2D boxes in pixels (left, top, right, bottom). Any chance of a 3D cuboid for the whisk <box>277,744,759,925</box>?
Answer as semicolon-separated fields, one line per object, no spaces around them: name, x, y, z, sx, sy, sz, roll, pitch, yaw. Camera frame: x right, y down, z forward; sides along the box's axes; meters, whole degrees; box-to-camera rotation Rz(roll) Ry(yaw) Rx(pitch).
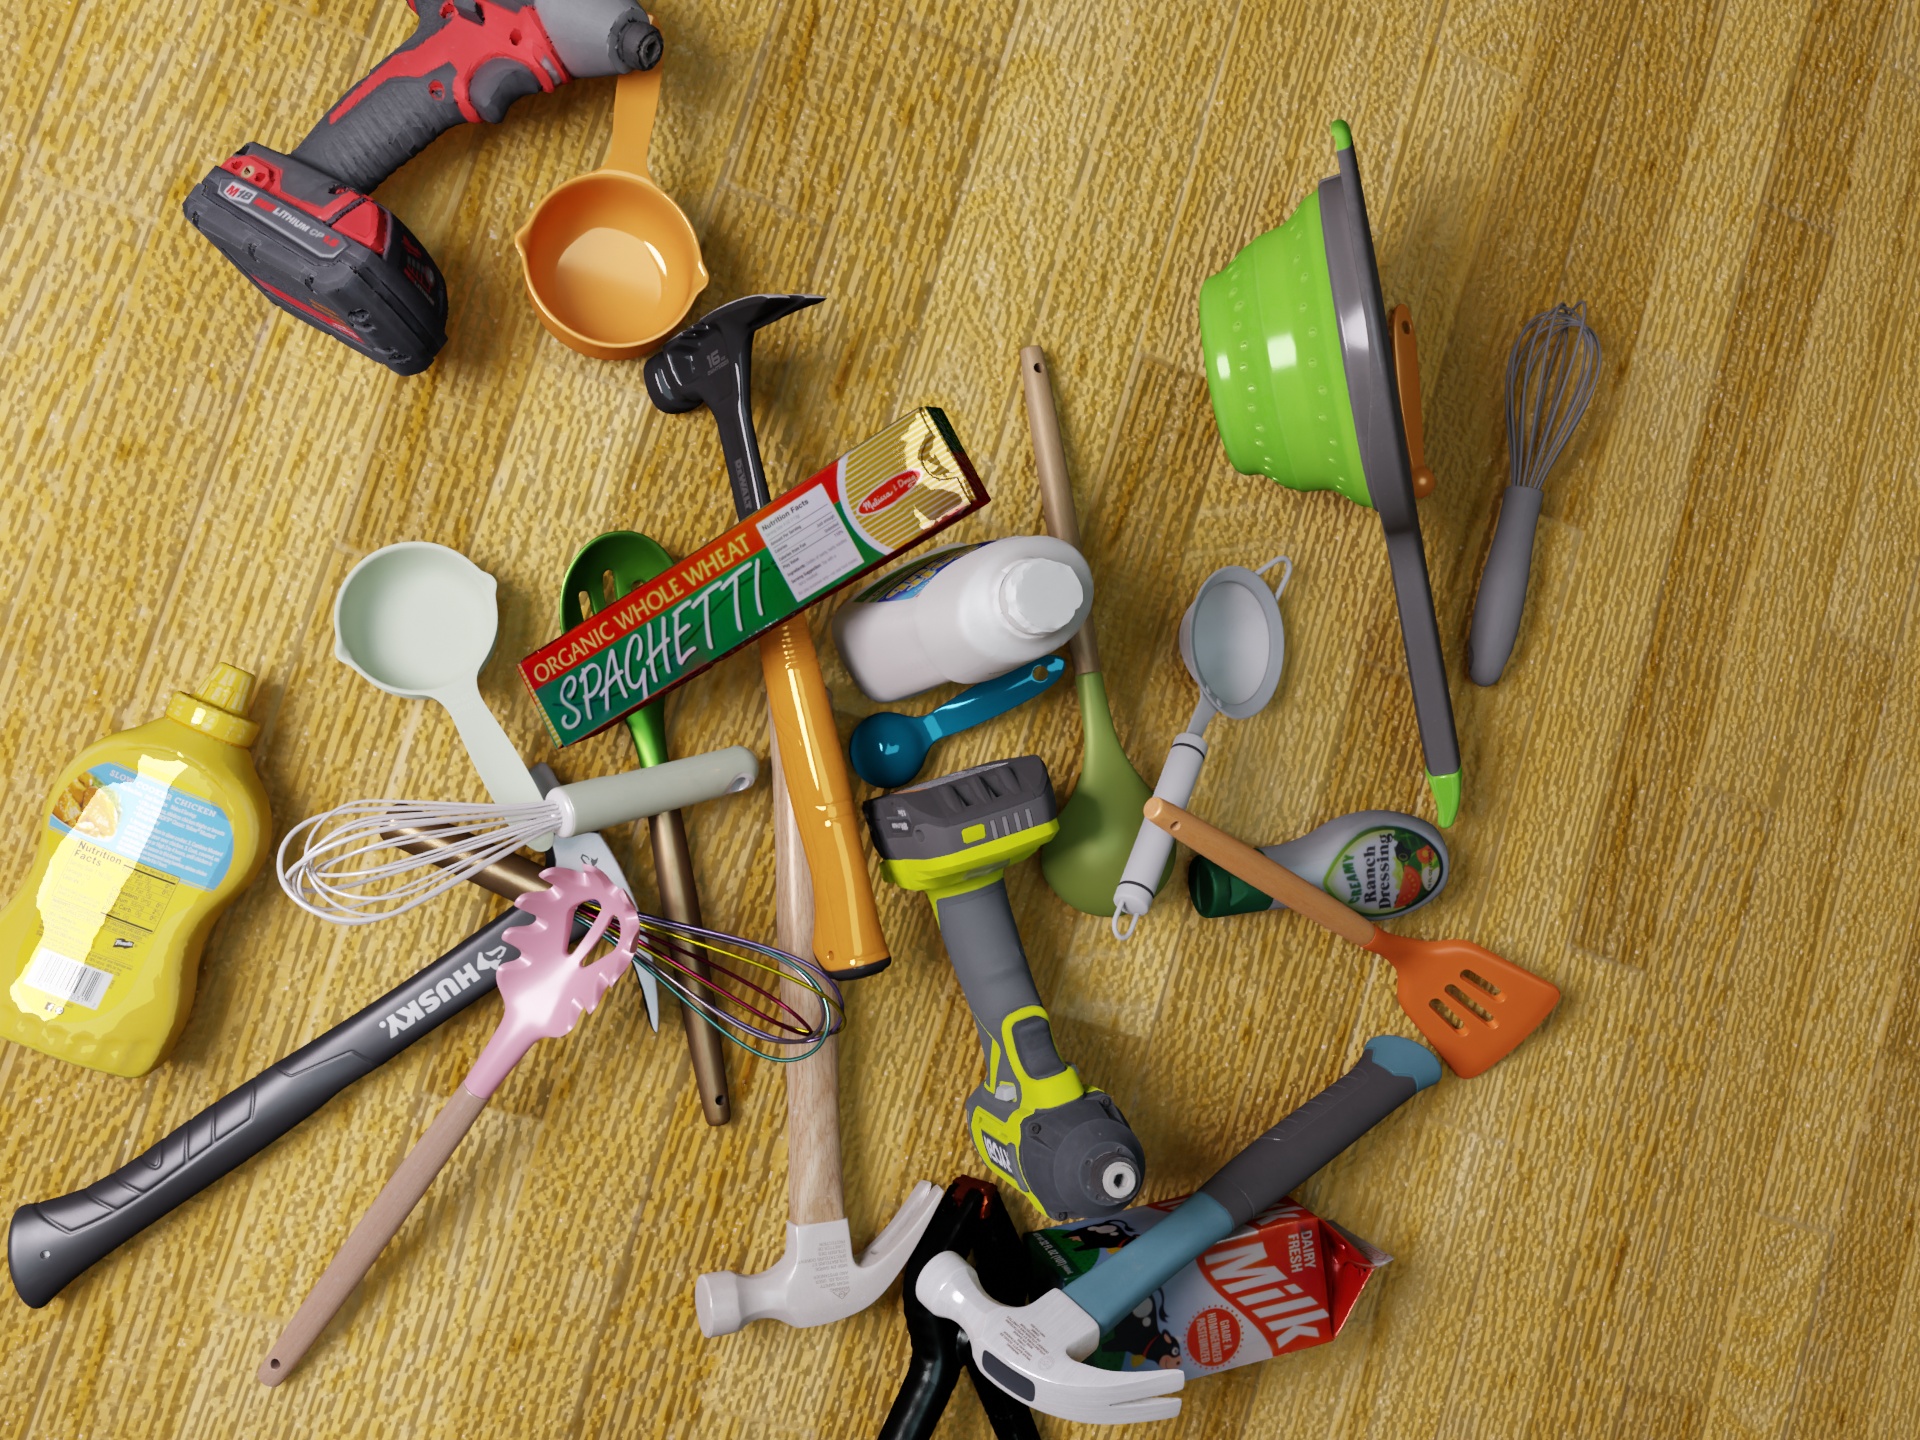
whisk;-0.197;0.045;0.751;0.246;0.057;0.059;-15;60;-42

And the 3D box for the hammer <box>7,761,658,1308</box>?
hammer;-0.304;0.172;0.780;0.335;0.035;0.146;-35;97;-13

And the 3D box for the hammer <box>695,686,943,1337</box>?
hammer;-0.077;0.147;0.838;0.130;0.031;0.331;-1;87;-24

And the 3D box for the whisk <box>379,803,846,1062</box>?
whisk;-0.168;0.103;0.779;0.245;0.047;0.051;26;80;-6

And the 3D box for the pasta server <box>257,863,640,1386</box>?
pasta server;-0.247;0.197;0.752;0.060;0.040;0.316;38;97;9

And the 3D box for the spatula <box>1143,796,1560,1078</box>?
spatula;0.214;0.115;0.878;0.322;0.041;0.081;30;110;-34

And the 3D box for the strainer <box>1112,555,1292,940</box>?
strainer;0.124;0.009;0.863;0.086;0.050;0.259;47;52;-31

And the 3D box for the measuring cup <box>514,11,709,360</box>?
measuring cup;-0.173;-0.270;0.814;0.095;0.052;0.174;8;85;-15

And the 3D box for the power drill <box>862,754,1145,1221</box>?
power drill;0.028;0.135;0.804;0.080;0.171;0.223;-17;91;-15

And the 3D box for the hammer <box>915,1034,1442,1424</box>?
hammer;0.142;0.253;0.844;0.331;0.128;0.033;-24;130;-34

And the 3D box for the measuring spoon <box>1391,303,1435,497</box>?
measuring spoon;0.272;-0.192;0.952;0.021;0.011;0.117;-8;92;-35

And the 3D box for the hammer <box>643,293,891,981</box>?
hammer;-0.081;-0.038;0.788;0.034;0.127;0.337;-12;89;-40

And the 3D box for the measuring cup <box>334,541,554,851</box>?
measuring cup;-0.246;-0.008;0.789;0.083;0.038;0.167;-29;91;-15

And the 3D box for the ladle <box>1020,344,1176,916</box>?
ladle;0.063;-0.050;0.887;0.078;0.062;0.320;-8;85;-15

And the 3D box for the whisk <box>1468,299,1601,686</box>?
whisk;0.341;-0.137;0.956;0.055;0.055;0.239;13;89;-15

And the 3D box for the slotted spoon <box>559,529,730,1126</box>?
slotted spoon;-0.154;0.059;0.827;0.070;0.031;0.314;-12;95;-33

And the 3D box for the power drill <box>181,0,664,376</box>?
power drill;-0.247;-0.284;0.759;0.143;0.078;0.220;29;79;17

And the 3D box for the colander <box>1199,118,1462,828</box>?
colander;0.205;-0.120;0.889;0.094;0.204;0.397;-9;107;18

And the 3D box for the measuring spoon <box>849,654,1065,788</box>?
measuring spoon;-0.001;-0.003;0.853;0.128;0.021;0.042;-27;94;4
